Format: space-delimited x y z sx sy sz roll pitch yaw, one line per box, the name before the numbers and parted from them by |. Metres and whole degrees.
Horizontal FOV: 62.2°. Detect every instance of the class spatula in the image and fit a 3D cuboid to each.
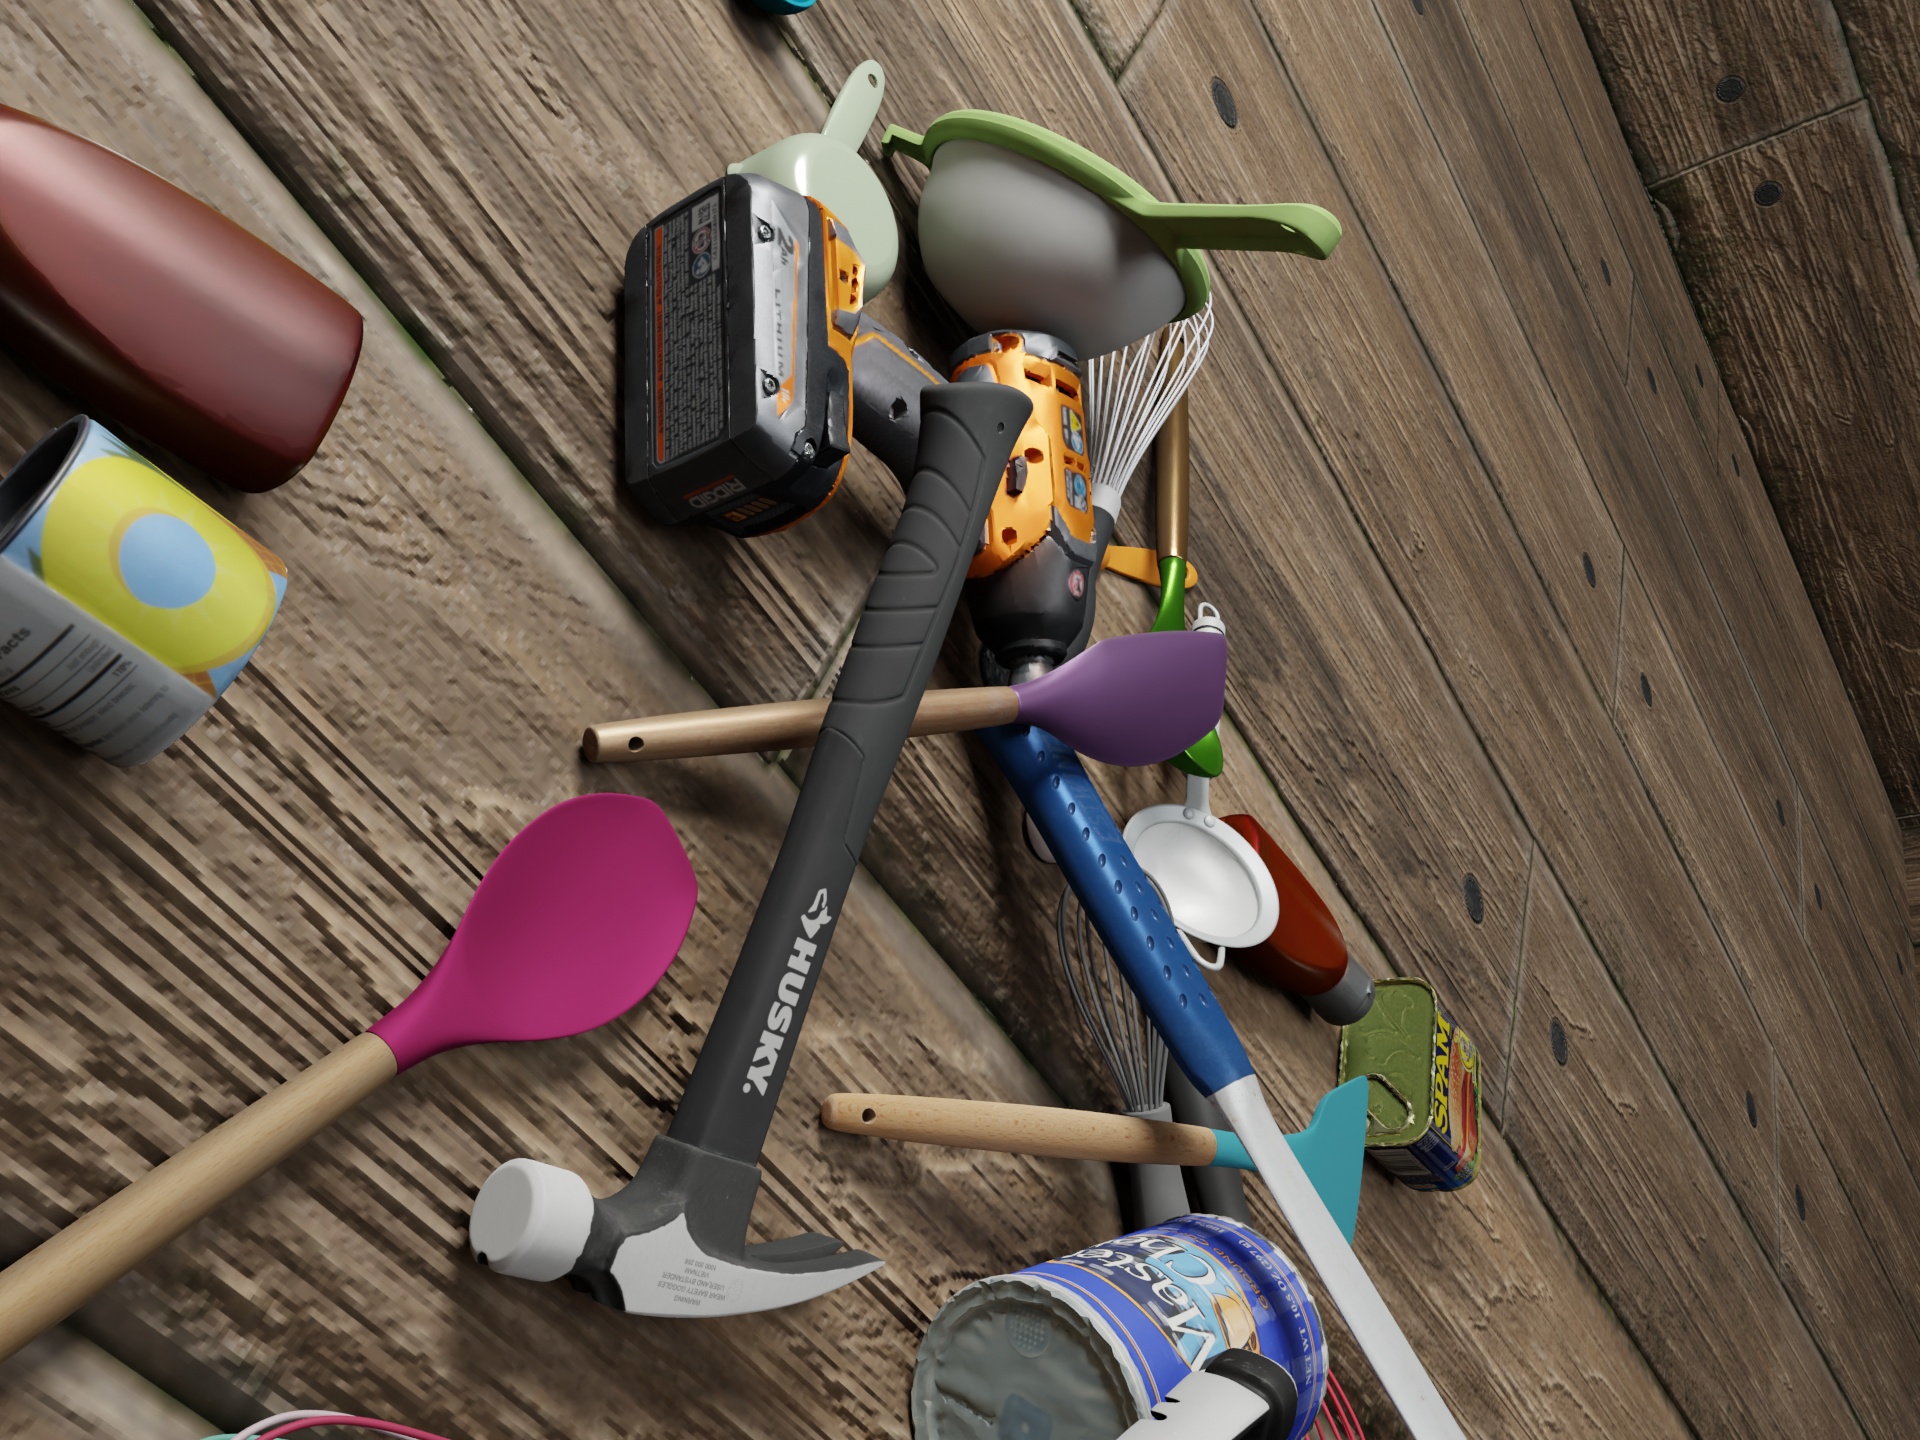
spatula | 0.076 0.178 0.670 0.317 0.044 0.082 15 78 -32
spatula | -0.001 -0.002 0.627 0.315 0.018 0.059 -5 103 -39

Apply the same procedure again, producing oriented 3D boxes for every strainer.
strainer | 0.061 -0.194 0.693 0.151 0.257 0.069 32 88 -34
strainer | 0.123 0.031 0.821 0.087 0.050 0.259 22 48 -12

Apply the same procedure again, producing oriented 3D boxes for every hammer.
hammer | 0.108 0.154 0.622 0.144 0.035 0.406 -8 58 -40
hammer | 0.058 0.384 0.519 0.127 0.034 0.337 -11 107 -51
hammer | -0.038 0.032 0.538 0.146 0.035 0.335 35 68 -44

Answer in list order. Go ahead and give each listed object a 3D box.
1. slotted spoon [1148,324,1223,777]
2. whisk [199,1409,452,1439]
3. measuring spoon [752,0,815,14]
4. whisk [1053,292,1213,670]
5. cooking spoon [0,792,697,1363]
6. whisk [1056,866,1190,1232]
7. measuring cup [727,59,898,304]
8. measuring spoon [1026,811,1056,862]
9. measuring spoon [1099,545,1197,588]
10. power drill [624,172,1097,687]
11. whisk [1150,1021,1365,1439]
slotted spoon | 0.115 -0.102 0.859 0.070 0.031 0.314 37 45 -38
whisk | -0.113 0.227 0.445 0.244 0.051 0.047 35 72 -46
measuring spoon | -0.109 -0.359 0.686 0.128 0.021 0.042 54 41 -12
whisk | 0.076 -0.132 0.815 0.070 0.070 0.285 44 51 -35
cooking spoon | -0.175 0.102 0.421 0.319 0.017 0.068 -38 107 -52
whisk | 0.082 0.176 0.712 0.055 0.055 0.239 -7 87 -54
measuring cup | -0.048 -0.246 0.699 0.083 0.038 0.168 44 48 -35
measuring spoon | 0.071 0.078 0.754 0.124 0.018 0.034 51 42 -30
measuring spoon | 0.101 -0.085 0.861 0.116 0.011 0.021 4 75 -52
power drill | -0.024 -0.102 0.638 0.226 0.084 0.164 15 66 -49
whisk | 0.131 0.260 0.739 0.073 0.073 0.296 7 65 -52
